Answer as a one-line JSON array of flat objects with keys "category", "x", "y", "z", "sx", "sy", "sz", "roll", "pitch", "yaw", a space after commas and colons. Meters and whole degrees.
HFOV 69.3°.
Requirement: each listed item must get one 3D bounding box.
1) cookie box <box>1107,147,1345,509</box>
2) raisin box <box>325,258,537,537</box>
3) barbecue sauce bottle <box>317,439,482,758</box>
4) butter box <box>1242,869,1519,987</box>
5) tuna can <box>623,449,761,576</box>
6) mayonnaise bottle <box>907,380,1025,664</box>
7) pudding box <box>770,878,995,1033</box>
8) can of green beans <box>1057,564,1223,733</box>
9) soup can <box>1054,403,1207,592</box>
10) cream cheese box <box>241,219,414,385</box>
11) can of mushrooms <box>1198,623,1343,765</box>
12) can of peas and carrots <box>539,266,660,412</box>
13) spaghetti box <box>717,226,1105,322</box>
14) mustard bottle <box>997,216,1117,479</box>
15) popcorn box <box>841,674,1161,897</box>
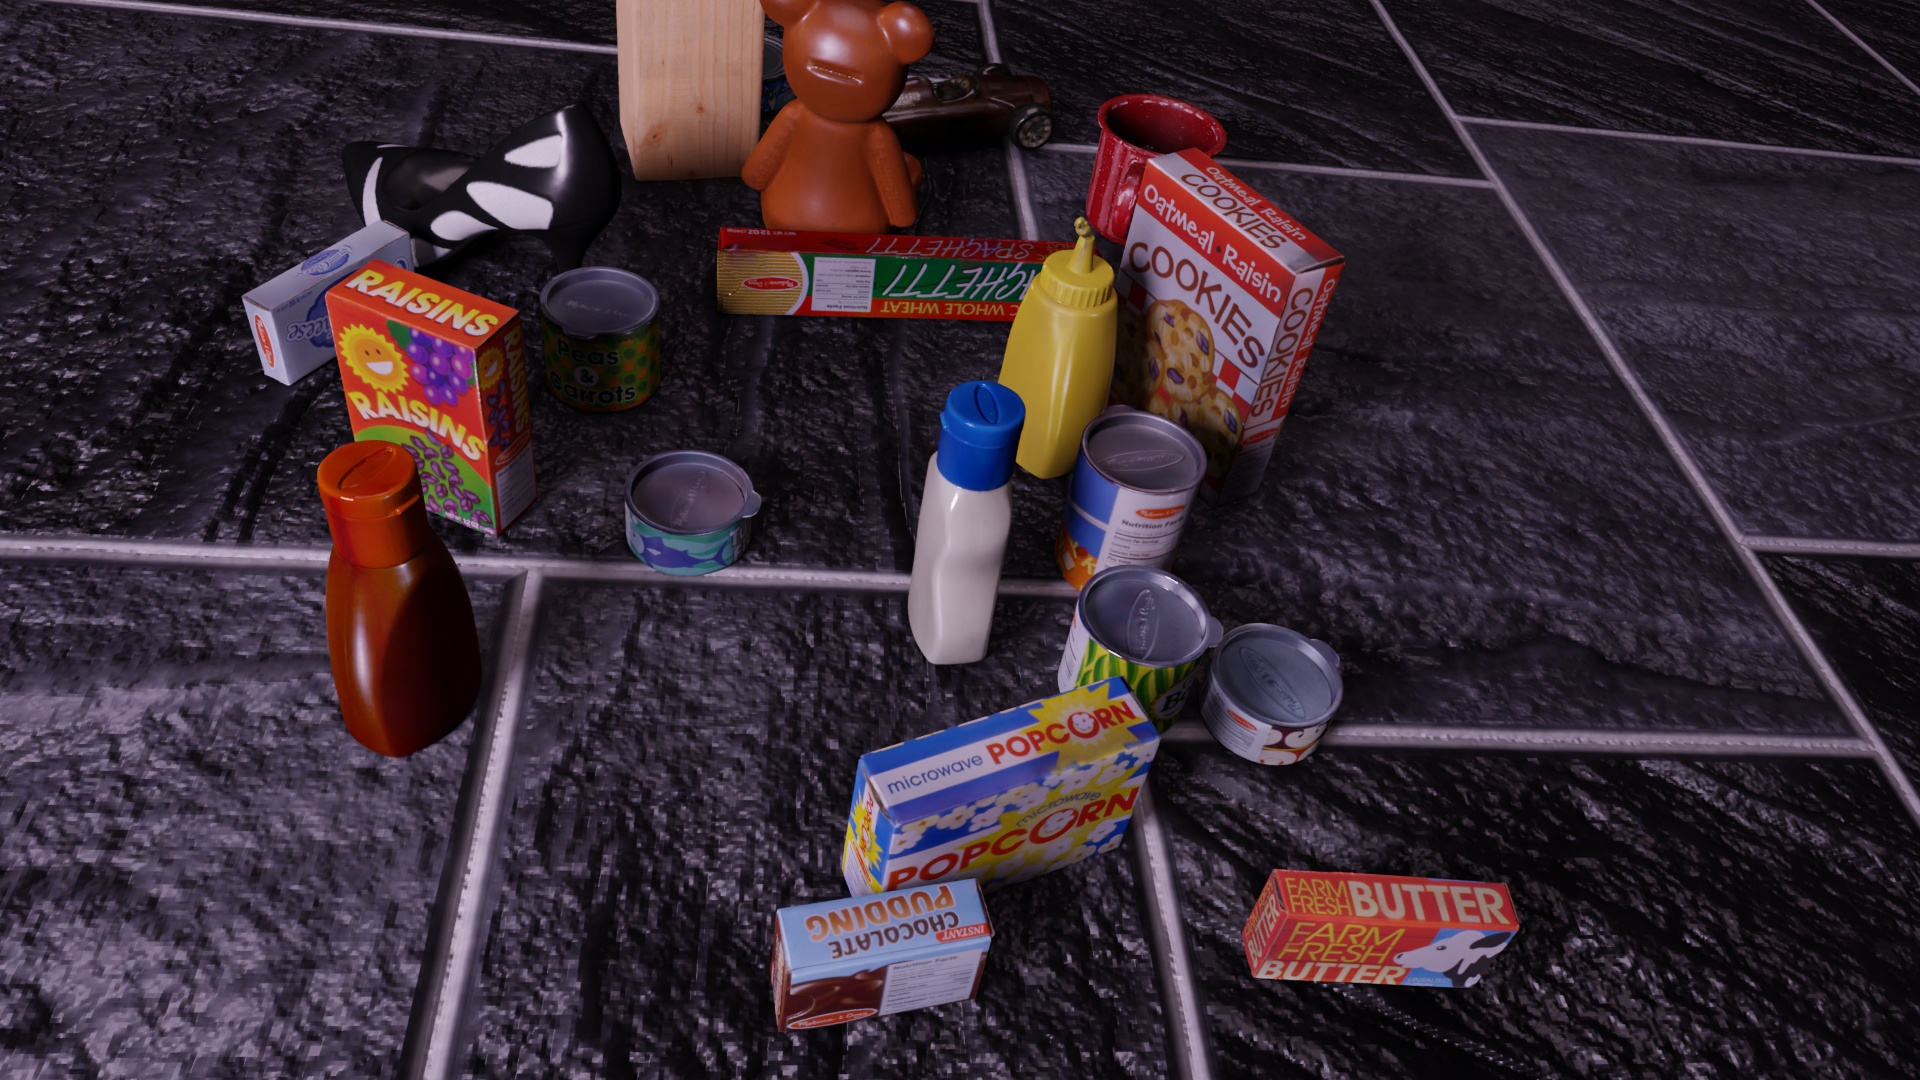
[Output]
[{"category": "cookie box", "x": 0.141, "y": -0.121, "z": 0.798, "sx": 0.040, "sy": 0.166, "sz": 0.123, "roll": -21, "pitch": 52, "yaw": -29}, {"category": "raisin box", "x": -0.262, "y": -0.070, "z": 0.698, "sx": 0.086, "sy": 0.122, "sz": 0.040, "roll": 21, "pitch": 45, "yaw": 11}, {"category": "barbecue sauce bottle", "x": -0.238, "y": 0.025, "z": 0.586, "sx": 0.044, "sy": 0.147, "sz": 0.065, "roll": 24, "pitch": 45, "yaw": 14}, {"category": "butter box", "x": 0.177, "y": 0.166, "z": 0.591, "sx": 0.103, "sy": 0.052, "sz": 0.024, "roll": 5, "pitch": 44, "yaw": -6}, {"category": "tuna can", "x": -0.140, "y": -0.014, "z": 0.729, "sx": 0.071, "sy": 0.032, "sz": 0.071, "roll": 6, "pitch": 44, "yaw": -5}, {"category": "mayonnaise bottle", "x": 0.002, "y": -0.008, "z": 0.668, "sx": 0.041, "sy": 0.147, "sz": 0.065, "roll": -2, "pitch": 45, "yaw": -13}, {"category": "pudding box", "x": -0.032, "y": 0.165, "z": 0.553, "sx": 0.084, "sy": 0.049, "sz": 0.030, "roll": -5, "pitch": 46, "yaw": -16}, {"category": "can of green beans", "x": 0.085, "y": 0.055, "z": 0.684, "sx": 0.071, "sy": 0.057, "sz": 0.071, "roll": 6, "pitch": 44, "yaw": -5}, {"category": "soup can", "x": 0.088, "y": -0.019, "z": 0.743, "sx": 0.071, "sy": 0.083, "sz": 0.072, "roll": 6, "pitch": 44, "yaw": -5}, {"category": "cream cheese box", "x": -0.360, "y": -0.138, "z": 0.800, "sx": 0.024, "sy": 0.053, "sz": 0.104, "roll": 25, "pitch": 45, "yaw": 14}, {"category": "can of mushrooms", "x": 0.156, "y": 0.076, "z": 0.694, "sx": 0.071, "sy": 0.033, "sz": 0.071, "roll": 6, "pitch": 44, "yaw": -5}, {"category": "can of peas and carrots", "x": -0.207, "y": -0.114, "z": 0.801, "sx": 0.071, "sy": 0.058, "sz": 0.071, "roll": 6, "pitch": 44, "yaw": -5}, {"category": "spaghetti box", "x": -0.031, "y": -0.170, "z": 0.900, "sx": 0.250, "sy": 0.049, "sz": 0.029, "roll": 0, "pitch": 45, "yaw": -11}, {"category": "mustard bottle", "x": 0.058, "y": -0.110, "z": 0.775, "sx": 0.049, "sy": 0.159, "sz": 0.065, "roll": -20, "pitch": 51, "yaw": -28}, {"category": "popcorn box", "x": 0.016, "y": 0.112, "z": 0.591, "sx": 0.127, "sy": 0.084, "sz": 0.038, "roll": -14, "pitch": 49, "yaw": -24}]
